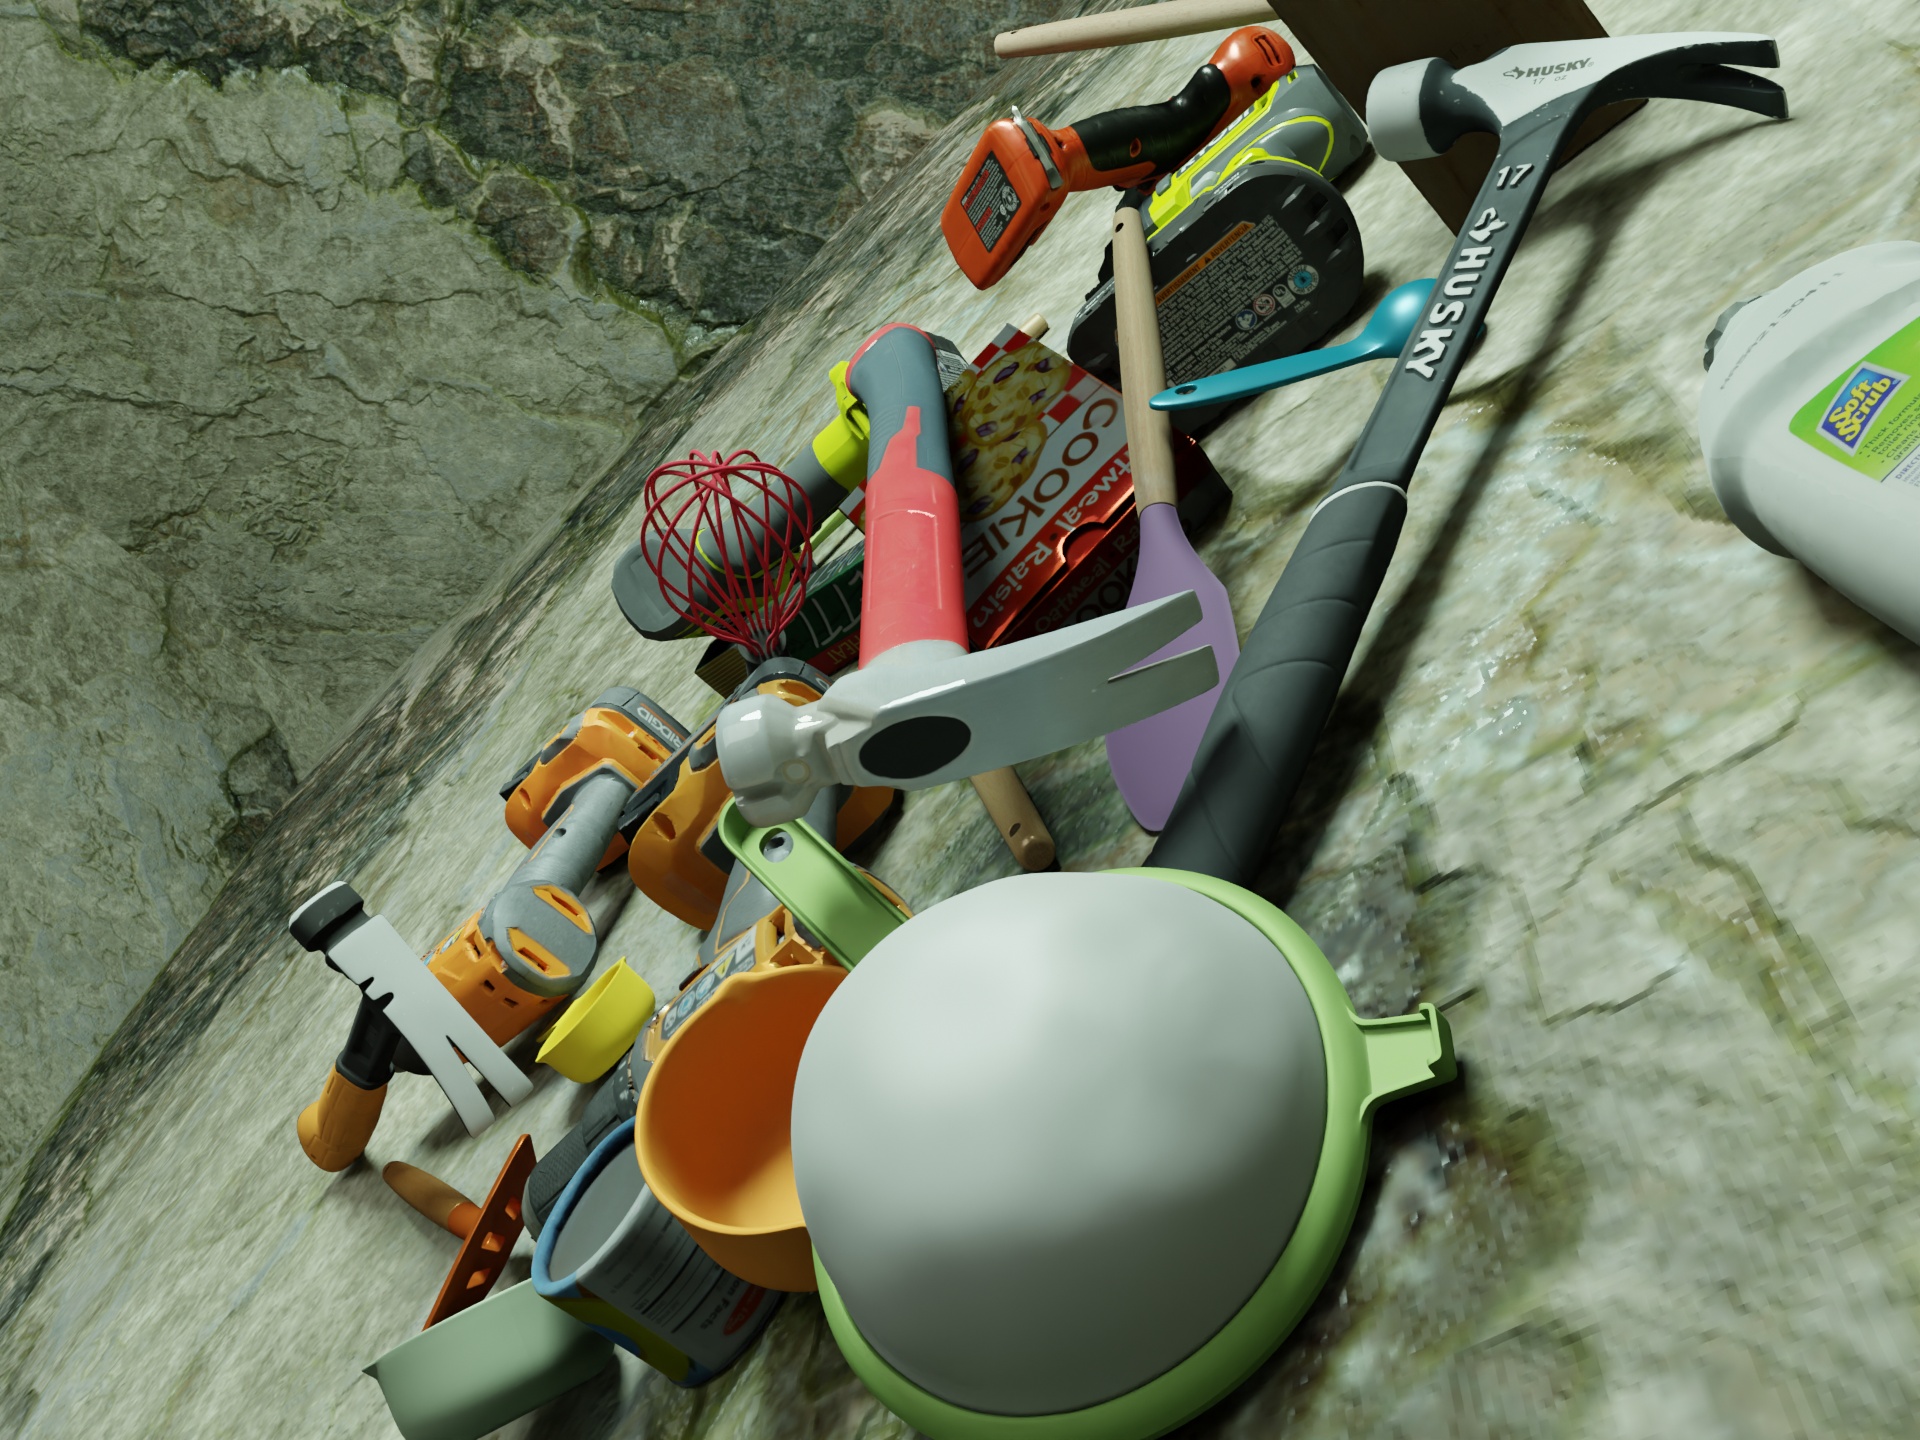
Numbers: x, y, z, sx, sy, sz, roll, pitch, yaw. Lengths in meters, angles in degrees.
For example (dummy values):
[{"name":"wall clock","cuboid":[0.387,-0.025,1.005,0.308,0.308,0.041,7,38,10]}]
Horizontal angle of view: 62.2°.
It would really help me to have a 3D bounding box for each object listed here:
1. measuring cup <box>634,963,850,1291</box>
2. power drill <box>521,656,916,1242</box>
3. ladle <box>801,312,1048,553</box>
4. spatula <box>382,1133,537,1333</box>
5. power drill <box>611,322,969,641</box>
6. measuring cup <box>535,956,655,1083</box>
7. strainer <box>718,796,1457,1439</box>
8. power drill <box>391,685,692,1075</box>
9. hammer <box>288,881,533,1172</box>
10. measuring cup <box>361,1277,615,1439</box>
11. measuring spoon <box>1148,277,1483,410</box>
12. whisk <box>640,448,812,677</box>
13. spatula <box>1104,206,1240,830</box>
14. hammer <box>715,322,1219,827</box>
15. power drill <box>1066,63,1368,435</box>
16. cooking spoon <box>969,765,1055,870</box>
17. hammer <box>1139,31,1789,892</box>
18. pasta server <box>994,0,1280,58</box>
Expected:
[{"name":"measuring cup","cuboid":[-0.008,0.104,0.475,0.173,0.052,0.095,-26,43,-9]},{"name":"power drill","cuboid":[-0.097,0.091,0.636,0.185,0.084,0.226,-44,25,16]},{"name":"ladle","cuboid":[-0.068,-0.176,1.103,0.320,0.062,0.078,-43,1,5]},{"name":"spatula","cuboid":[-0.237,0.218,0.718,0.322,0.041,0.081,-16,46,60]},{"name":"power drill","cuboid":[-0.082,-0.132,0.962,0.228,0.080,0.190,-37,-7,21]},{"name":"measuring cup","cuboid":[-0.184,0.153,0.782,0.062,0.029,0.156,-52,8,-25]},{"name":"strainer","cuboid":[-0.015,0.064,0.410,0.151,0.069,0.257,-46,41,-7]},{"name":"power drill","cuboid":[-0.242,0.096,0.893,0.164,0.084,0.227,-37,21,32]},{"name":"hammer","cuboid":[-0.305,0.191,0.823,0.034,0.127,0.336,-41,-3,-36]},{"name":"measuring cup","cuboid":[-0.170,0.236,0.567,0.083,0.038,0.167,-18,-21,-34]},{"name":"measuring spoon","cuboid":[0.131,-0.142,0.594,0.128,0.021,0.042,-15,33,0]},{"name":"whisk","cuboid":[-0.094,-0.044,0.740,0.073,0.073,0.295,-53,-12,-16]},{"name":"spatula","cuboid":[0.072,-0.094,0.604,0.060,0.018,0.316,-31,43,35]},{"name":"hammer","cuboid":[-0.004,-0.090,0.610,0.143,0.038,0.387,-16,28,7]},{"name":"power drill","cuboid":[0.124,-0.233,0.794,0.171,0.080,0.223,-36,19,28]},{"name":"cooking spoon","cuboid":[-0.001,-0.002,0.696,0.069,0.017,0.319,-46,20,6]},{"name":"hammer","cuboid":[0.138,-0.079,0.502,0.149,0.036,0.409,7,59,41]},{"name":"pasta server","cuboid":[0.151,-0.358,0.817,0.316,0.040,0.060,9,39,36]}]
